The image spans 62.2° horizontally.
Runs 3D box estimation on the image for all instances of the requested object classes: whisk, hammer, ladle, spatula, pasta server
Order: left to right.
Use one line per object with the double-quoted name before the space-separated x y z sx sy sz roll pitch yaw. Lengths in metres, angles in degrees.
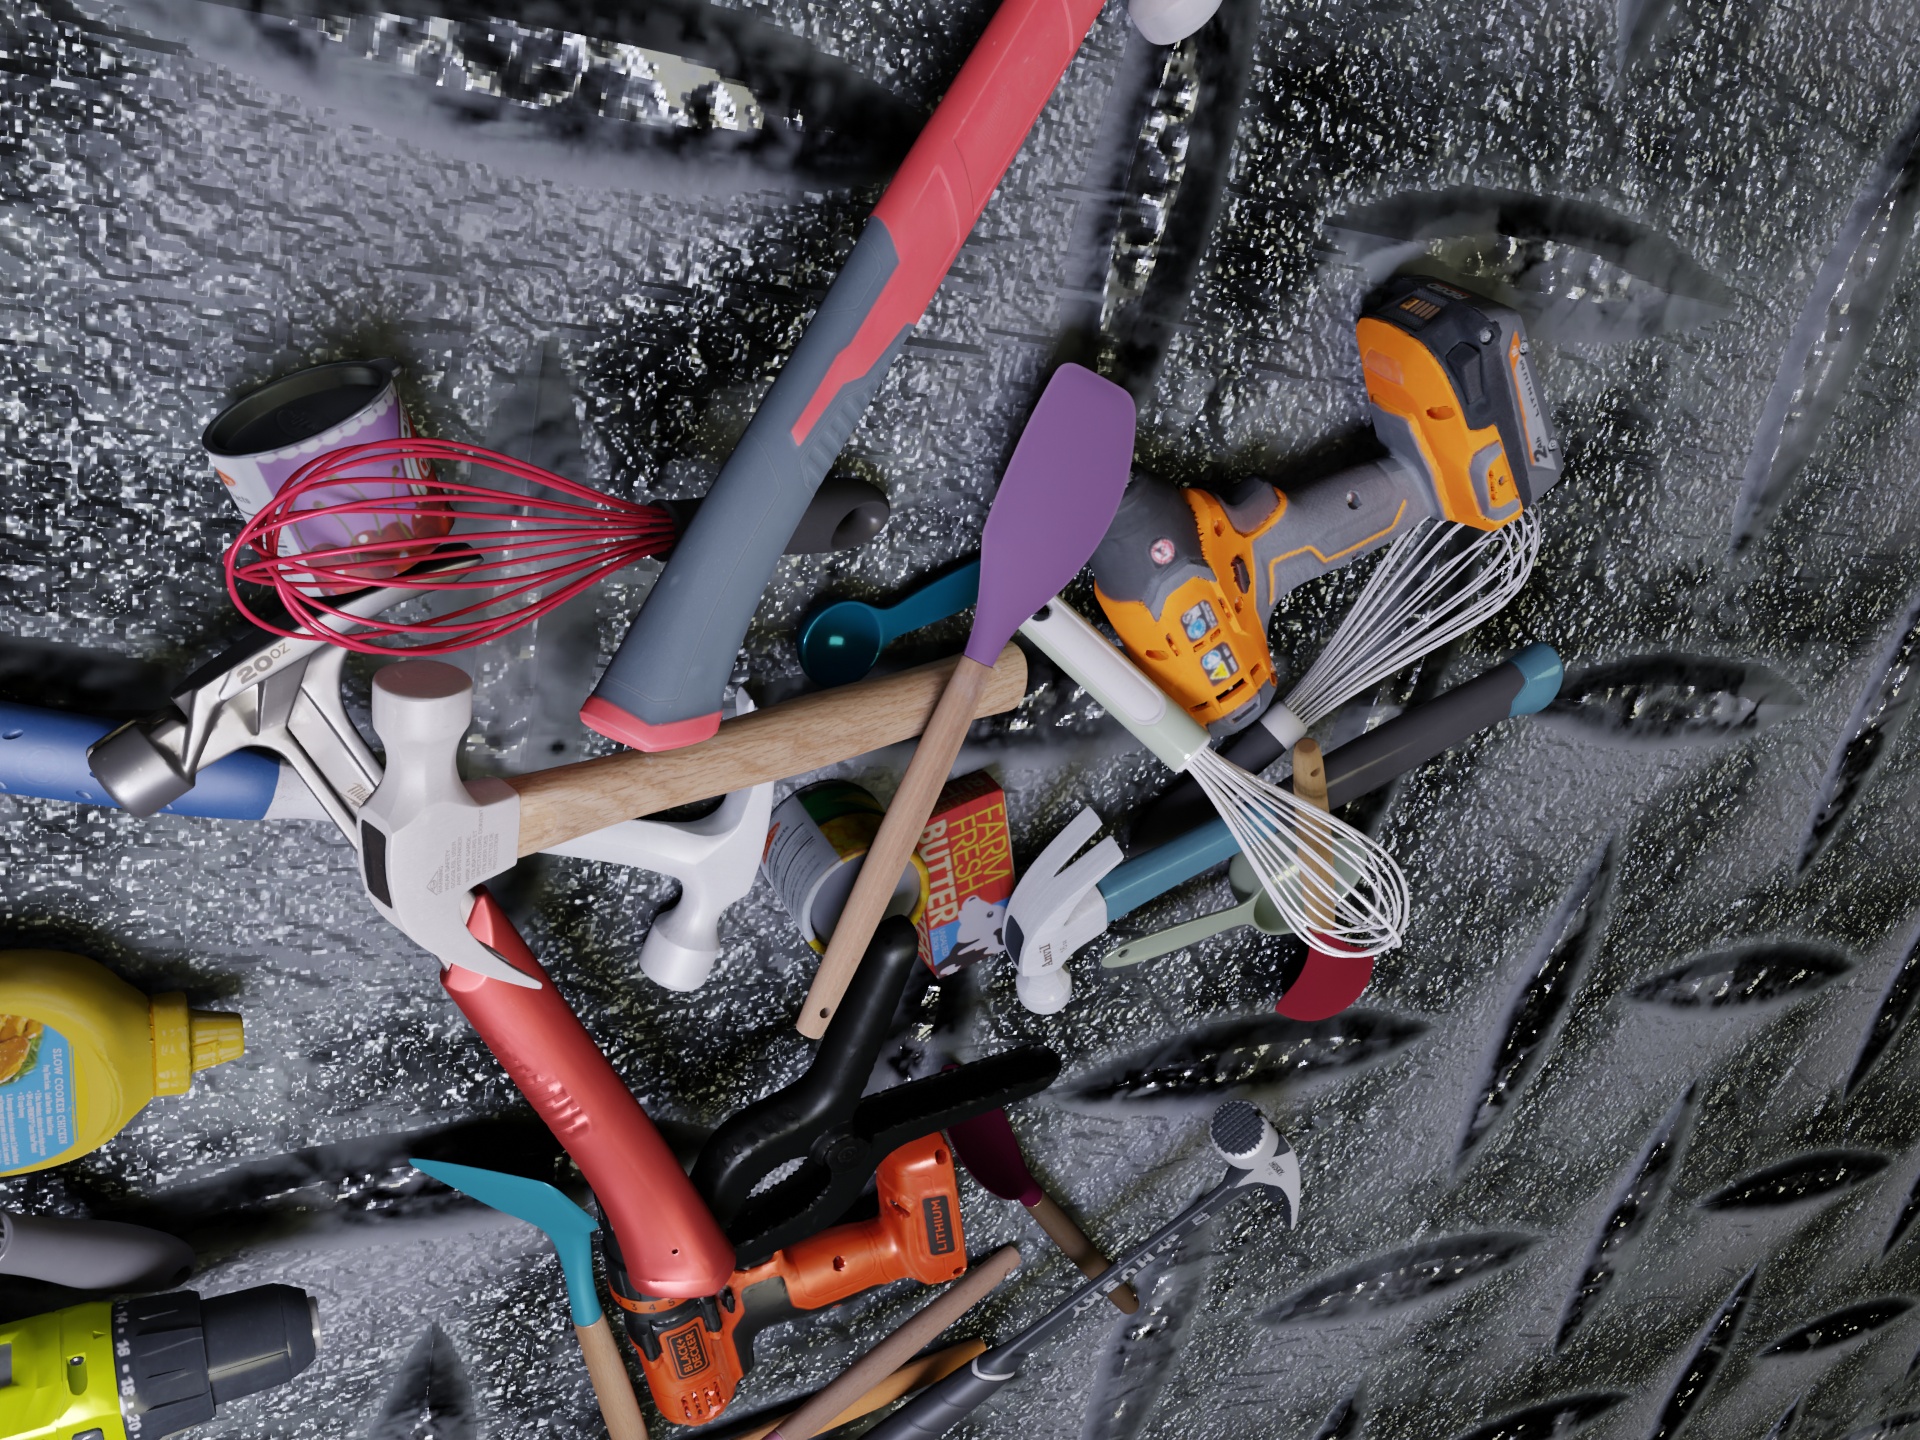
"whisk" -0.372 0.201 0.606 0.055 0.055 0.238 -38 155 -5
"hammer" -0.257 0.023 0.621 0.405 0.035 0.144 13 110 -35
"hammer" -0.176 0.108 0.649 0.149 0.037 0.358 -34 121 -15
"spatula" -0.192 0.330 0.813 0.044 0.082 0.317 -55 142 -54
"whisk" -0.124 -0.068 0.580 0.295 0.073 0.073 -14 127 -51
"spatula" -0.128 0.422 0.940 0.322 0.041 0.081 -11 121 -29
"hammer" -0.086 0.014 0.644 0.331 0.031 0.130 -17 126 -47
"pasta server" -0.085 0.383 0.894 0.316 0.040 0.060 -26 134 -36
"hammer" -0.034 -0.167 0.561 0.143 0.038 0.386 38 76 -39
"spatula" -0.001 -0.002 0.696 0.059 0.018 0.316 22 96 -31
"hammer" 0.038 0.379 0.963 0.409 0.036 0.149 -37 141 2
"whisk" 0.115 0.021 0.745 0.246 0.059 0.058 43 86 1
"hammer" 0.171 0.044 0.830 0.331 0.033 0.128 -26 145 -11
"ladle" 0.196 0.097 0.865 0.069 0.031 0.315 -29 145 -5
"whisk" 0.196 -0.020 0.849 0.284 0.070 0.070 -43 130 6

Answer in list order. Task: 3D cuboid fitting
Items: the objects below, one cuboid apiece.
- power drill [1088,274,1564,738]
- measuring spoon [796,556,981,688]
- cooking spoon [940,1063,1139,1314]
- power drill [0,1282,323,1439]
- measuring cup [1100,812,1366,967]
"power drill" 0.163 -0.112 0.757 0.226 0.084 0.164 -36 127 -2
"measuring spoon" -0.022 -0.055 0.727 0.128 0.021 0.042 -28 128 -25
"cooking spoon" 0.051 0.296 0.956 0.017 0.069 0.318 -19 135 14
"power drill" -0.374 0.337 0.690 0.190 0.080 0.228 -8 129 -26
"measuring cup" 0.147 0.096 0.894 0.167 0.038 0.083 -18 138 -14
